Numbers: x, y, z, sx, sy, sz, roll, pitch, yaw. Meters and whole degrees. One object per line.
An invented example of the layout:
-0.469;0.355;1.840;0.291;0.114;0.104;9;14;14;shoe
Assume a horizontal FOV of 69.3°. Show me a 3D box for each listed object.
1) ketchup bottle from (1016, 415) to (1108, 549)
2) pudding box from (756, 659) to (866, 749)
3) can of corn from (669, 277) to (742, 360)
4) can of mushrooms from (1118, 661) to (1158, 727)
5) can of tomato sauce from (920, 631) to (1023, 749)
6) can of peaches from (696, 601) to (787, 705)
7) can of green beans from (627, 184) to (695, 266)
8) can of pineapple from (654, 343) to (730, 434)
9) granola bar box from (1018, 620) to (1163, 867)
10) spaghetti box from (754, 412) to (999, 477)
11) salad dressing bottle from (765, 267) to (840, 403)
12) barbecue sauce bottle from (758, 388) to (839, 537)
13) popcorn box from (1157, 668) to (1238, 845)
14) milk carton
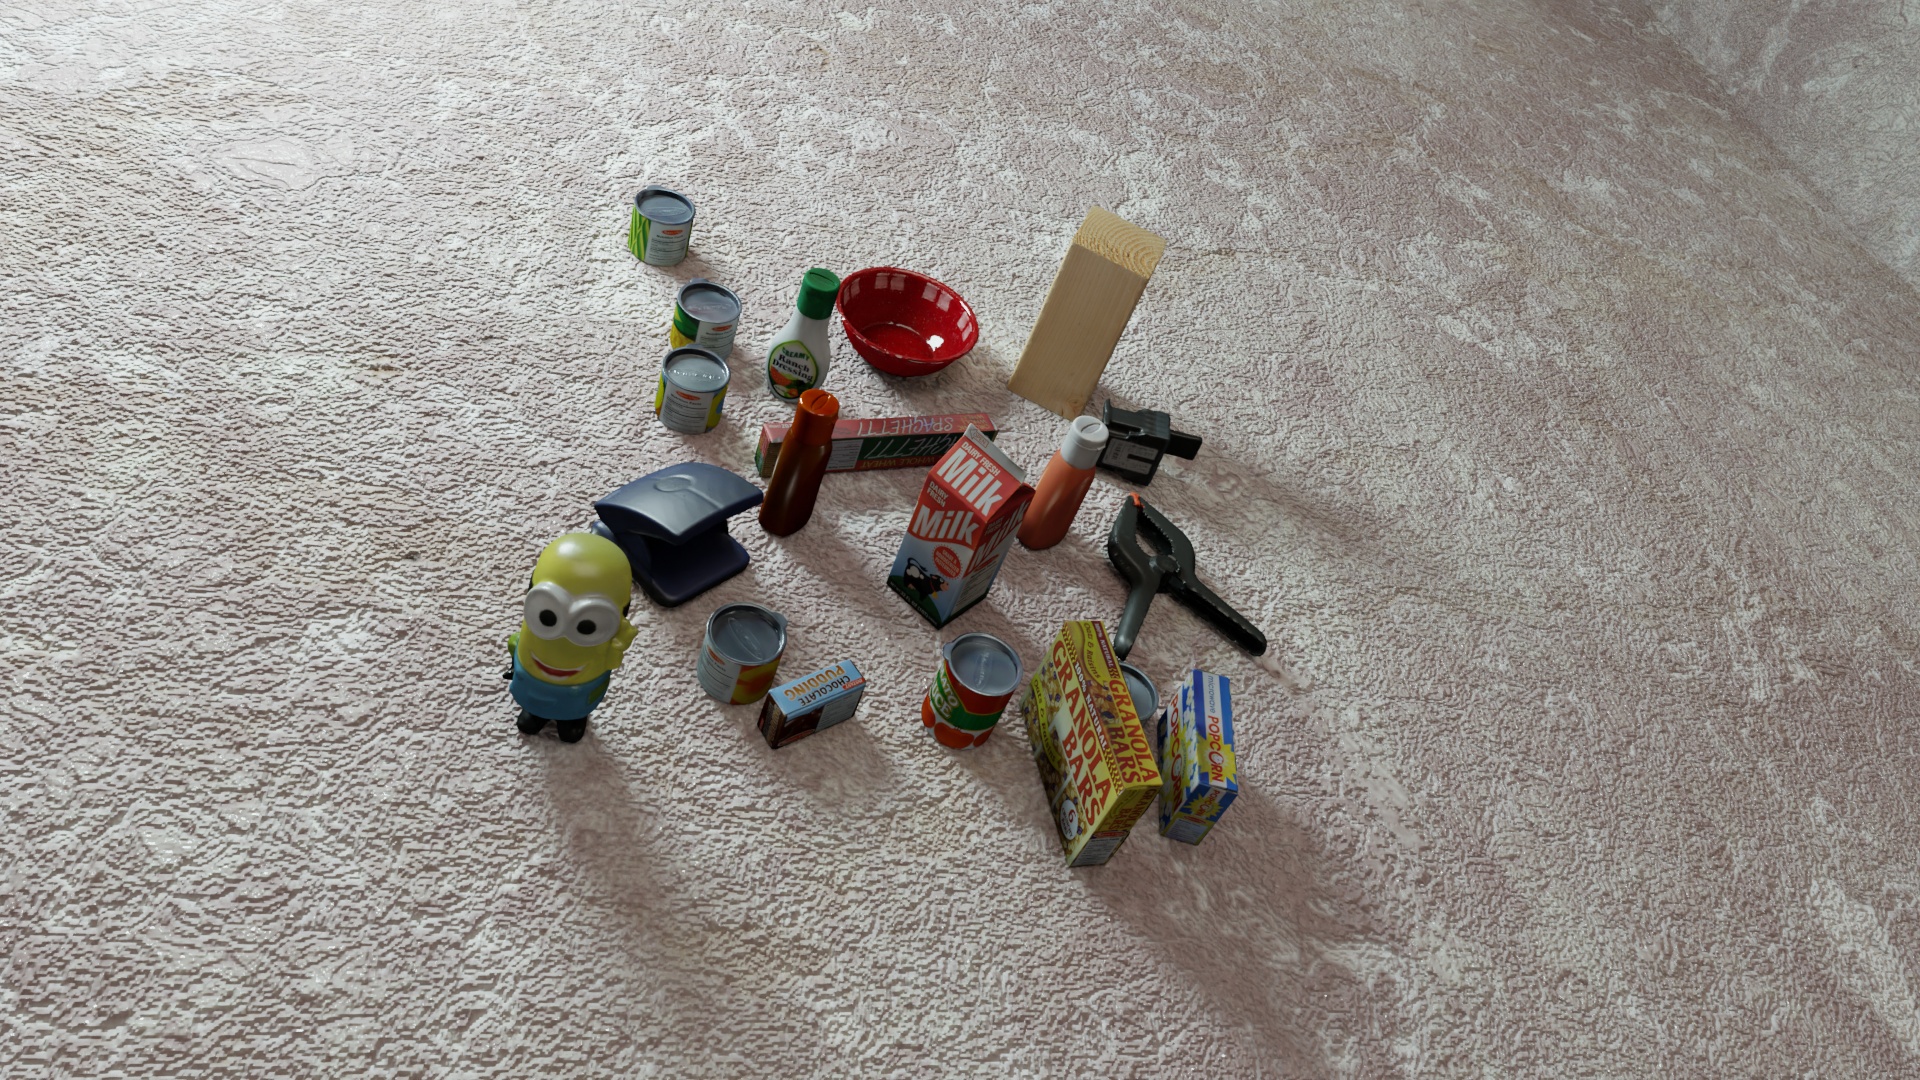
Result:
0.102;-0.056;1.355;0.065;0.148;0.043;-26;63;-39;ketchup bottle
-0.122;0.135;1.145;0.084;0.049;0.030;-20;58;-36;pudding box
-0.263;-0.225;1.426;0.071;0.058;0.071;12;45;-12;can of corn
0.141;0.144;1.261;0.071;0.033;0.071;12;45;-12;can of mushrooms
0.007;0.129;1.182;0.071;0.082;0.071;12;45;-12;can of tomato sauce
-0.180;0.093;1.154;0.071;0.057;0.071;12;45;-12;can of peaches
-0.326;-0.341;1.512;0.071;0.057;0.071;12;45;-12;can of green beans
-0.261;-0.147;1.352;0.071;0.057;0.071;12;45;-12;can of pineapple
0.105;0.168;1.157;0.039;0.123;0.166;2;48;-22;granola bar box
-0.081;-0.096;1.386;0.251;0.049;0.029;-6;51;-28;spaghetti box
-0.155;-0.204;1.388;0.064;0.146;0.044;25;43;0;salad dressing bottle
-0.144;-0.072;1.264;0.044;0.147;0.065;31;44;7;barbecue sauce bottle
0.205;0.187;1.210;0.038;0.084;0.127;16;44;-9;popcorn box
0.004;-0.016;1.243;0.072;0.189;0.074;42;46;18;milk carton
